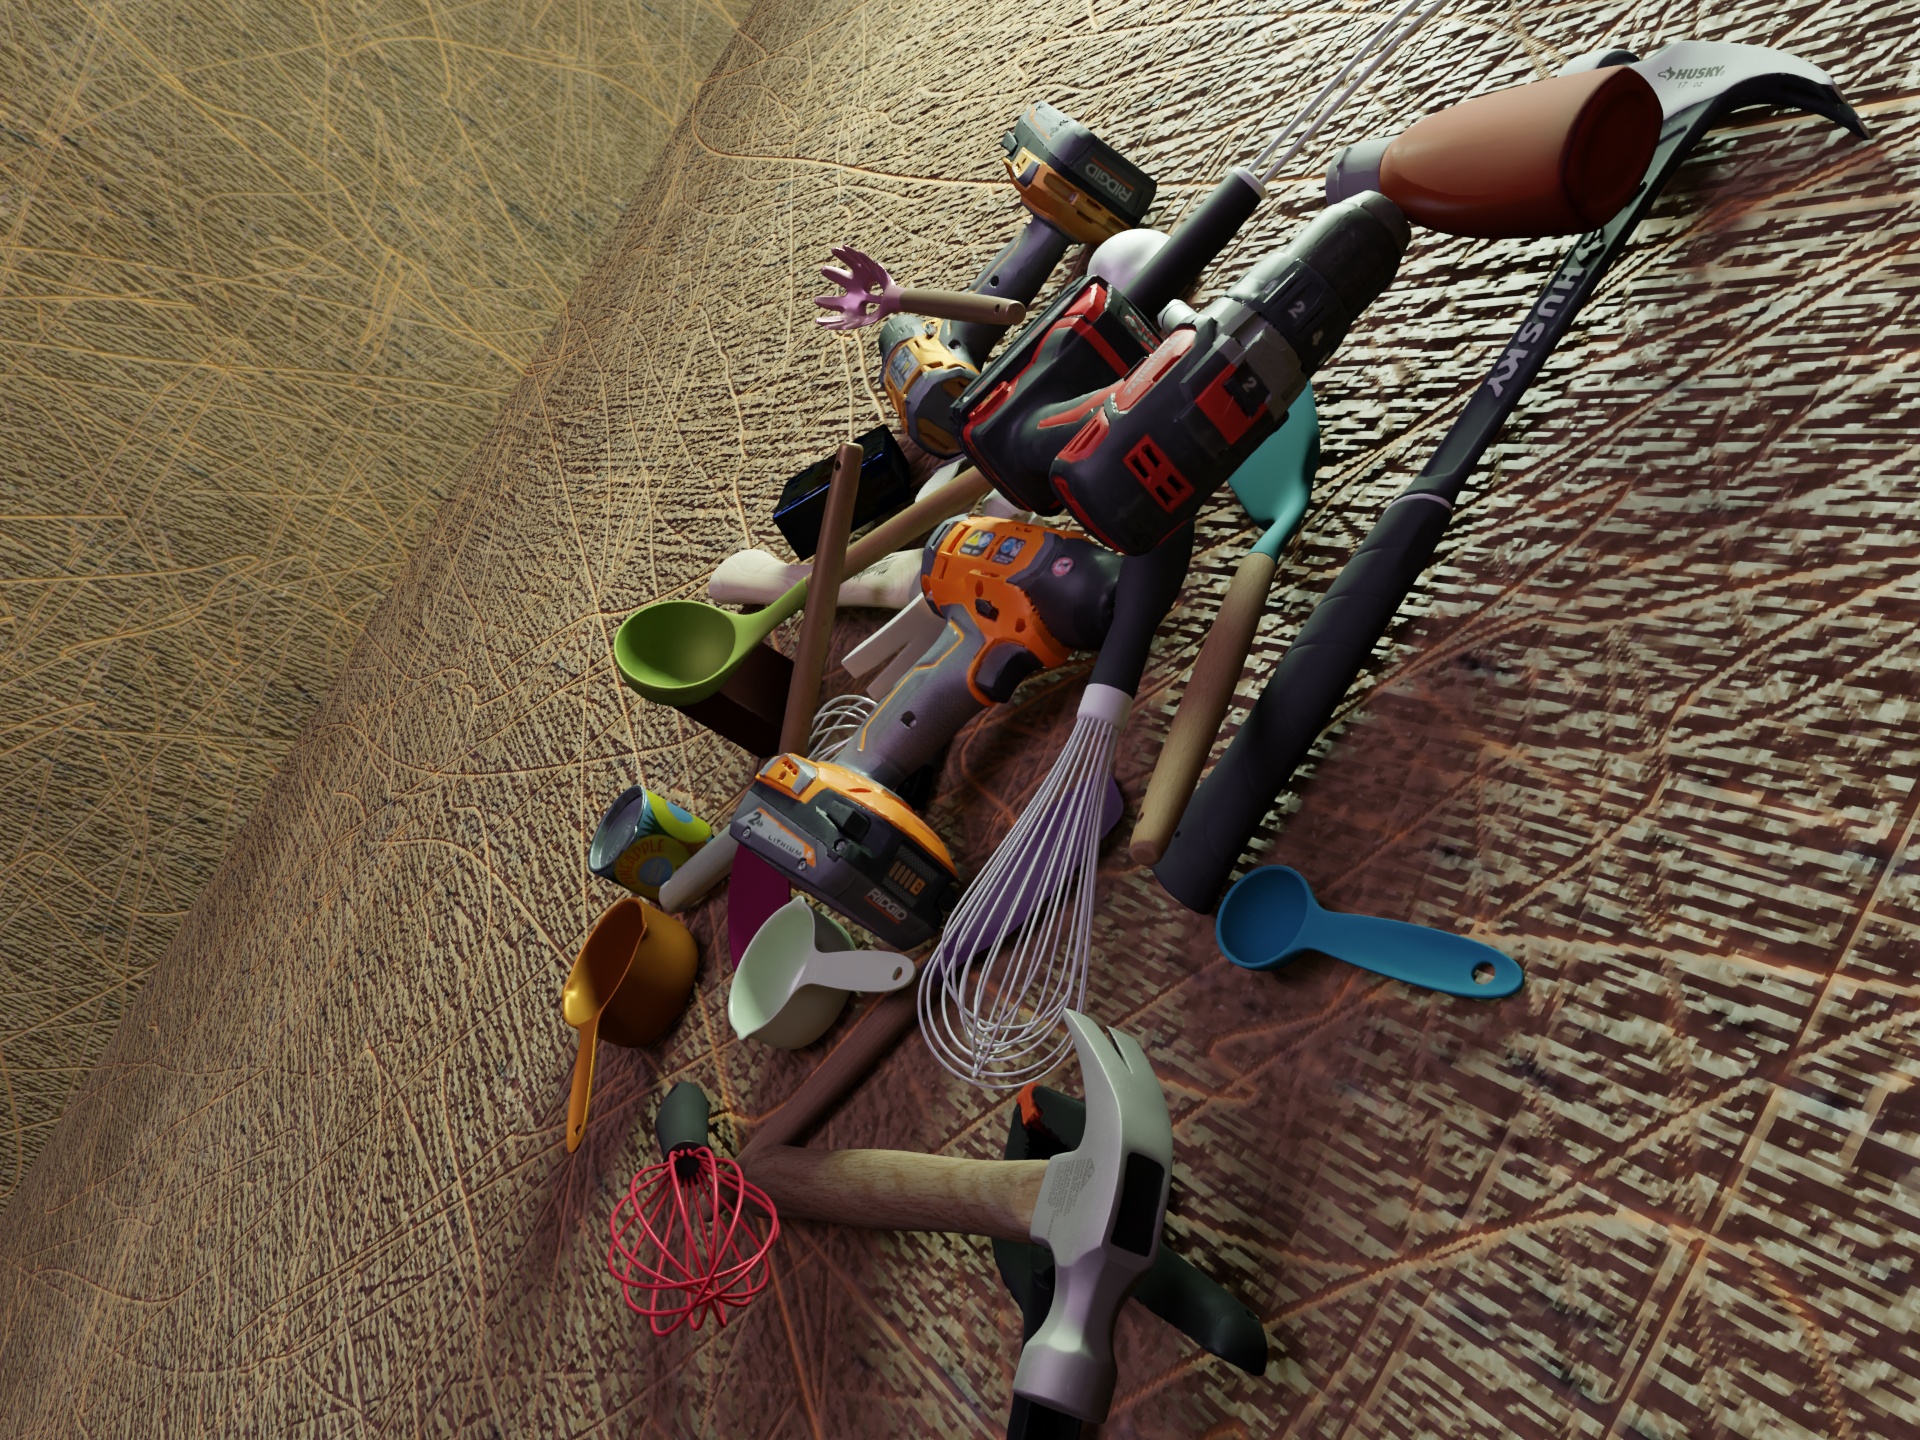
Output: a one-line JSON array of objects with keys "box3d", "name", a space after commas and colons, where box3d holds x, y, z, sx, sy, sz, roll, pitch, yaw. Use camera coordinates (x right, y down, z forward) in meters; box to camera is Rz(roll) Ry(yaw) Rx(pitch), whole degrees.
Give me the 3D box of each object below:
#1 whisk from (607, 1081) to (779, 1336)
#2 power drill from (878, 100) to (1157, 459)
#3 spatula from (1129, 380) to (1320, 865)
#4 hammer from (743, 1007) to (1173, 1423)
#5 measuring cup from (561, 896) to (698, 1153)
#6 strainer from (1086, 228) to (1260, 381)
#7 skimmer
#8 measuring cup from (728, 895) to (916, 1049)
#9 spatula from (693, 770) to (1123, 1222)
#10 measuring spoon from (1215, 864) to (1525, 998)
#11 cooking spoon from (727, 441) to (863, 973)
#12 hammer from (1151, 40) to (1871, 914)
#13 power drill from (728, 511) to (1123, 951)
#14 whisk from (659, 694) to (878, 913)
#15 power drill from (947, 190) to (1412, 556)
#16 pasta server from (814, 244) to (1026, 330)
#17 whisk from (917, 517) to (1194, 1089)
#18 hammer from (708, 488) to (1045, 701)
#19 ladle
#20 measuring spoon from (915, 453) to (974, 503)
[{"box3d": [-0.132, 0.220, 0.766, 0.073, 0.073, 0.296, -60, 10, -5], "name": "whisk"}, {"box3d": [0.021, -0.304, 1.093, 0.226, 0.084, 0.186, -54, 27, 17], "name": "power drill"}, {"box3d": [0.110, -0.055, 0.671, 0.082, 0.044, 0.318, -59, 2, 45], "name": "spatula"}, {"box3d": [-0.018, 0.188, 0.644, 0.331, 0.031, 0.130, -25, 41, 59], "name": "hammer"}, {"box3d": [-0.204, 0.191, 0.969, 0.095, 0.052, 0.174, -38, 35, 32], "name": "measuring cup"}, {"box3d": [0.120, -0.234, 0.906, 0.087, 0.050, 0.259, -36, 35, 8], "name": "strainer"}, {"box3d": [0.185, -0.337, 0.818, 0.363, 0.090, 0.127, -46, 66, 10], "name": "skimmer"}, {"box3d": [-0.061, 0.134, 0.814, 0.167, 0.038, 0.083, -10, 53, 53], "name": "measuring cup"}, {"box3d": [-0.030, 0.141, 0.779, 0.316, 0.018, 0.060, -48, 23, 15], "name": "spatula"}, {"box3d": [0.146, 0.082, 0.568, 0.129, 0.021, 0.042, 10, 69, 50], "name": "measuring spoon"}, {"box3d": [-0.091, 0.001, 0.903, 0.069, 0.017, 0.319, 24, 105, 51], "name": "cooking spoon"}, {"box3d": [0.200, -0.098, 0.643, 0.409, 0.036, 0.149, -57, 29, 1], "name": "hammer"}, {"box3d": [-0.001, -0.003, 0.802, 0.226, 0.084, 0.164, -55, 35, -11], "name": "power drill"}, {"box3d": [-0.117, 0.060, 0.978, 0.246, 0.059, 0.058, -39, -4, 37], "name": "whisk"}, {"box3d": [0.097, -0.167, 0.752, 0.188, 0.080, 0.227, -46, 19, -3], "name": "power drill"}, {"box3d": [-0.031, -0.275, 1.039, 0.316, 0.040, 0.060, -142, 64, -63], "name": "pasta server"}, {"box3d": [0.055, 0.025, 0.704, 0.070, 0.070, 0.285, -5, 59, 56], "name": "whisk"}, {"box3d": [-0.096, -0.086, 1.070, 0.146, 0.038, 0.411, -48, 23, -16], "name": "hammer"}, {"box3d": [-0.075, -0.099, 0.940, 0.320, 0.062, 0.078, -30, 44, 23], "name": "ladle"}, {"box3d": [-0.008, -0.146, 0.998, 0.034, 0.018, 0.124, -20, 17, 18], "name": "measuring spoon"}]
